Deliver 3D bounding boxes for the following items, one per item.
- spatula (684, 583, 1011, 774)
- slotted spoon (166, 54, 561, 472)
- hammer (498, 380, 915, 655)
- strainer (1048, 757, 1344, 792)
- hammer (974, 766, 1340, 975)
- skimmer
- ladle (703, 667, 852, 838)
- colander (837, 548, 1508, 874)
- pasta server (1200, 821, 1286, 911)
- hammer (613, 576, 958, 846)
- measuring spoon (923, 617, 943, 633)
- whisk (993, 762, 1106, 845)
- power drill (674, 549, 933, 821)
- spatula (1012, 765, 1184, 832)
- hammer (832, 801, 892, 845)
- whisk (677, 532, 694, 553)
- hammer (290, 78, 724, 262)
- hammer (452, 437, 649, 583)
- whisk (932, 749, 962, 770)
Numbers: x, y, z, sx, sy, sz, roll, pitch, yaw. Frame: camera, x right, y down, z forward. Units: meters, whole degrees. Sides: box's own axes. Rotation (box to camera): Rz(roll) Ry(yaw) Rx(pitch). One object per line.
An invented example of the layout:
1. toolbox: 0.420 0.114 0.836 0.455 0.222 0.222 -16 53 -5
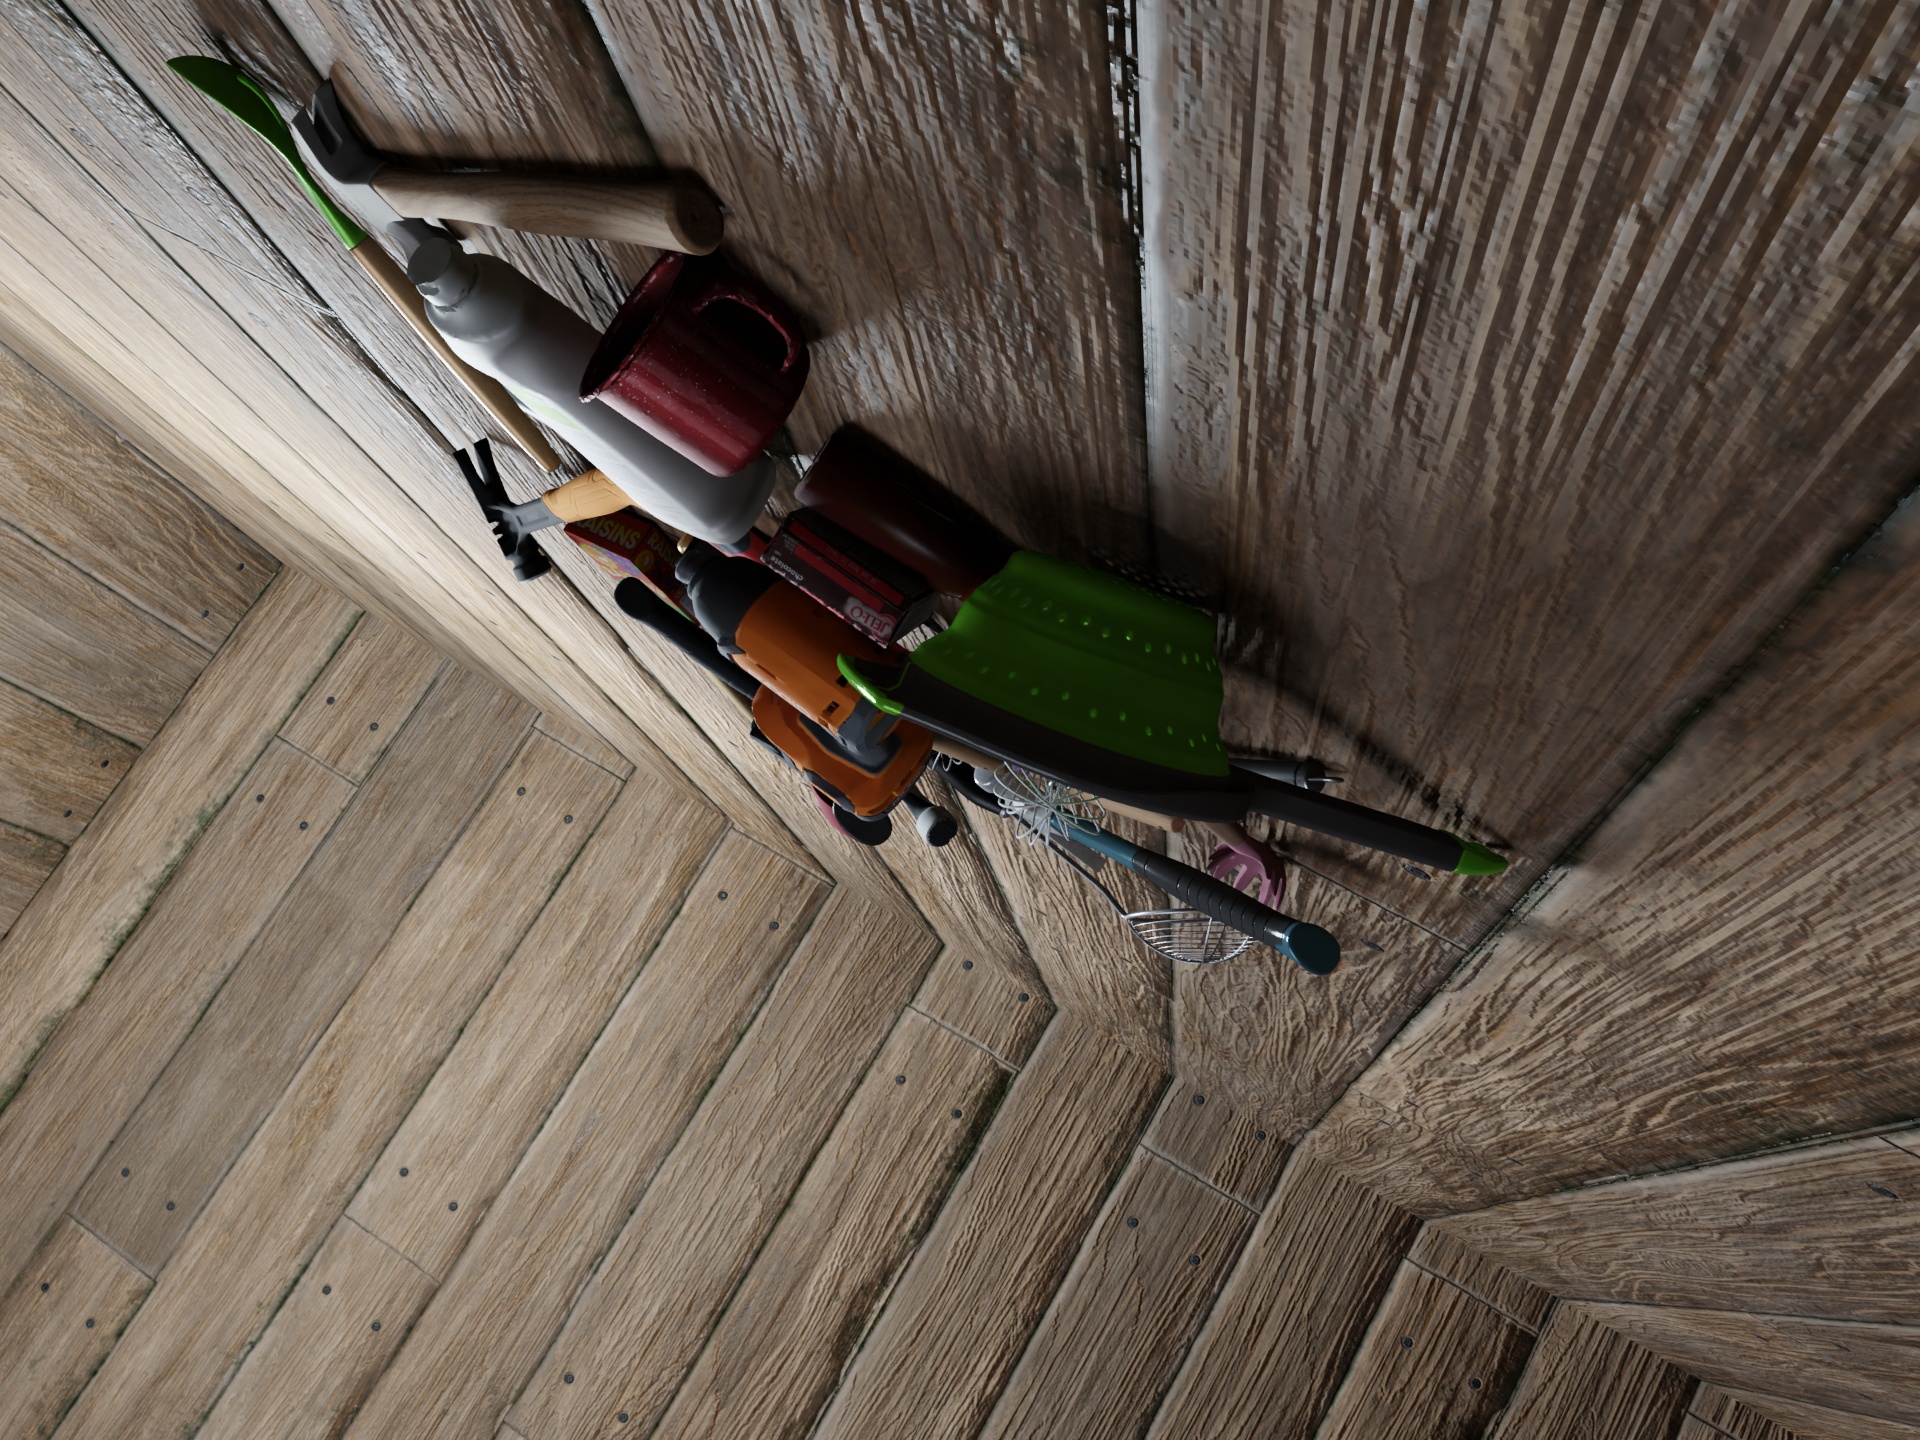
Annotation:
1. spatula: -0.086 -0.029 1.171 0.318 0.044 0.082 23 172 33
2. slotted spoon: -0.347 -0.270 0.965 0.313 0.031 0.070 52 175 -35
3. hammer: -0.154 -0.124 1.080 0.386 0.038 0.143 36 177 -16
4. strainer: 0.147 0.030 1.034 0.086 0.050 0.258 16 172 -36
5. hammer: 0.147 0.111 1.190 0.128 0.033 0.331 39 171 -39
6. skimmer: 0.106 0.093 1.391 0.363 0.090 0.127 38 -179 18
7. ladle: -0.177 0.007 1.477 0.316 0.031 0.069 46 -171 20
8. colander: 0.138 -0.006 0.838 0.397 0.094 0.205 17 -171 -20
9. pasta server: 0.174 0.079 1.062 0.060 0.040 0.316 30 177 25
10. hammer: -0.159 -0.014 1.453 0.408 0.036 0.149 39 -176 -41
11. measuring spoon: -0.064 -0.093 1.098 0.124 0.018 0.034 37 167 -12
12. whisk: 0.056 0.020 1.006 0.070 0.070 0.285 33 -169 -5
13. power drill: -0.097 -0.026 1.011 0.164 0.084 0.226 36 168 13
14. spatula: 0.077 0.046 1.281 0.059 0.018 0.316 36 171 -32
15. hammer: -0.115 0.005 1.284 0.146 0.035 0.335 38 -171 -33
16. whisk: -0.130 -0.070 1.298 0.244 0.051 0.047 41 -166 -18
17. hammer: -0.235 -0.267 0.812 0.331 0.031 0.129 20 163 41
18. hammer: -0.311 -0.180 1.257 0.337 0.034 0.127 1 119 56
19. whisk: -0.003 -0.005 1.244 0.055 0.055 0.239 32 163 0
